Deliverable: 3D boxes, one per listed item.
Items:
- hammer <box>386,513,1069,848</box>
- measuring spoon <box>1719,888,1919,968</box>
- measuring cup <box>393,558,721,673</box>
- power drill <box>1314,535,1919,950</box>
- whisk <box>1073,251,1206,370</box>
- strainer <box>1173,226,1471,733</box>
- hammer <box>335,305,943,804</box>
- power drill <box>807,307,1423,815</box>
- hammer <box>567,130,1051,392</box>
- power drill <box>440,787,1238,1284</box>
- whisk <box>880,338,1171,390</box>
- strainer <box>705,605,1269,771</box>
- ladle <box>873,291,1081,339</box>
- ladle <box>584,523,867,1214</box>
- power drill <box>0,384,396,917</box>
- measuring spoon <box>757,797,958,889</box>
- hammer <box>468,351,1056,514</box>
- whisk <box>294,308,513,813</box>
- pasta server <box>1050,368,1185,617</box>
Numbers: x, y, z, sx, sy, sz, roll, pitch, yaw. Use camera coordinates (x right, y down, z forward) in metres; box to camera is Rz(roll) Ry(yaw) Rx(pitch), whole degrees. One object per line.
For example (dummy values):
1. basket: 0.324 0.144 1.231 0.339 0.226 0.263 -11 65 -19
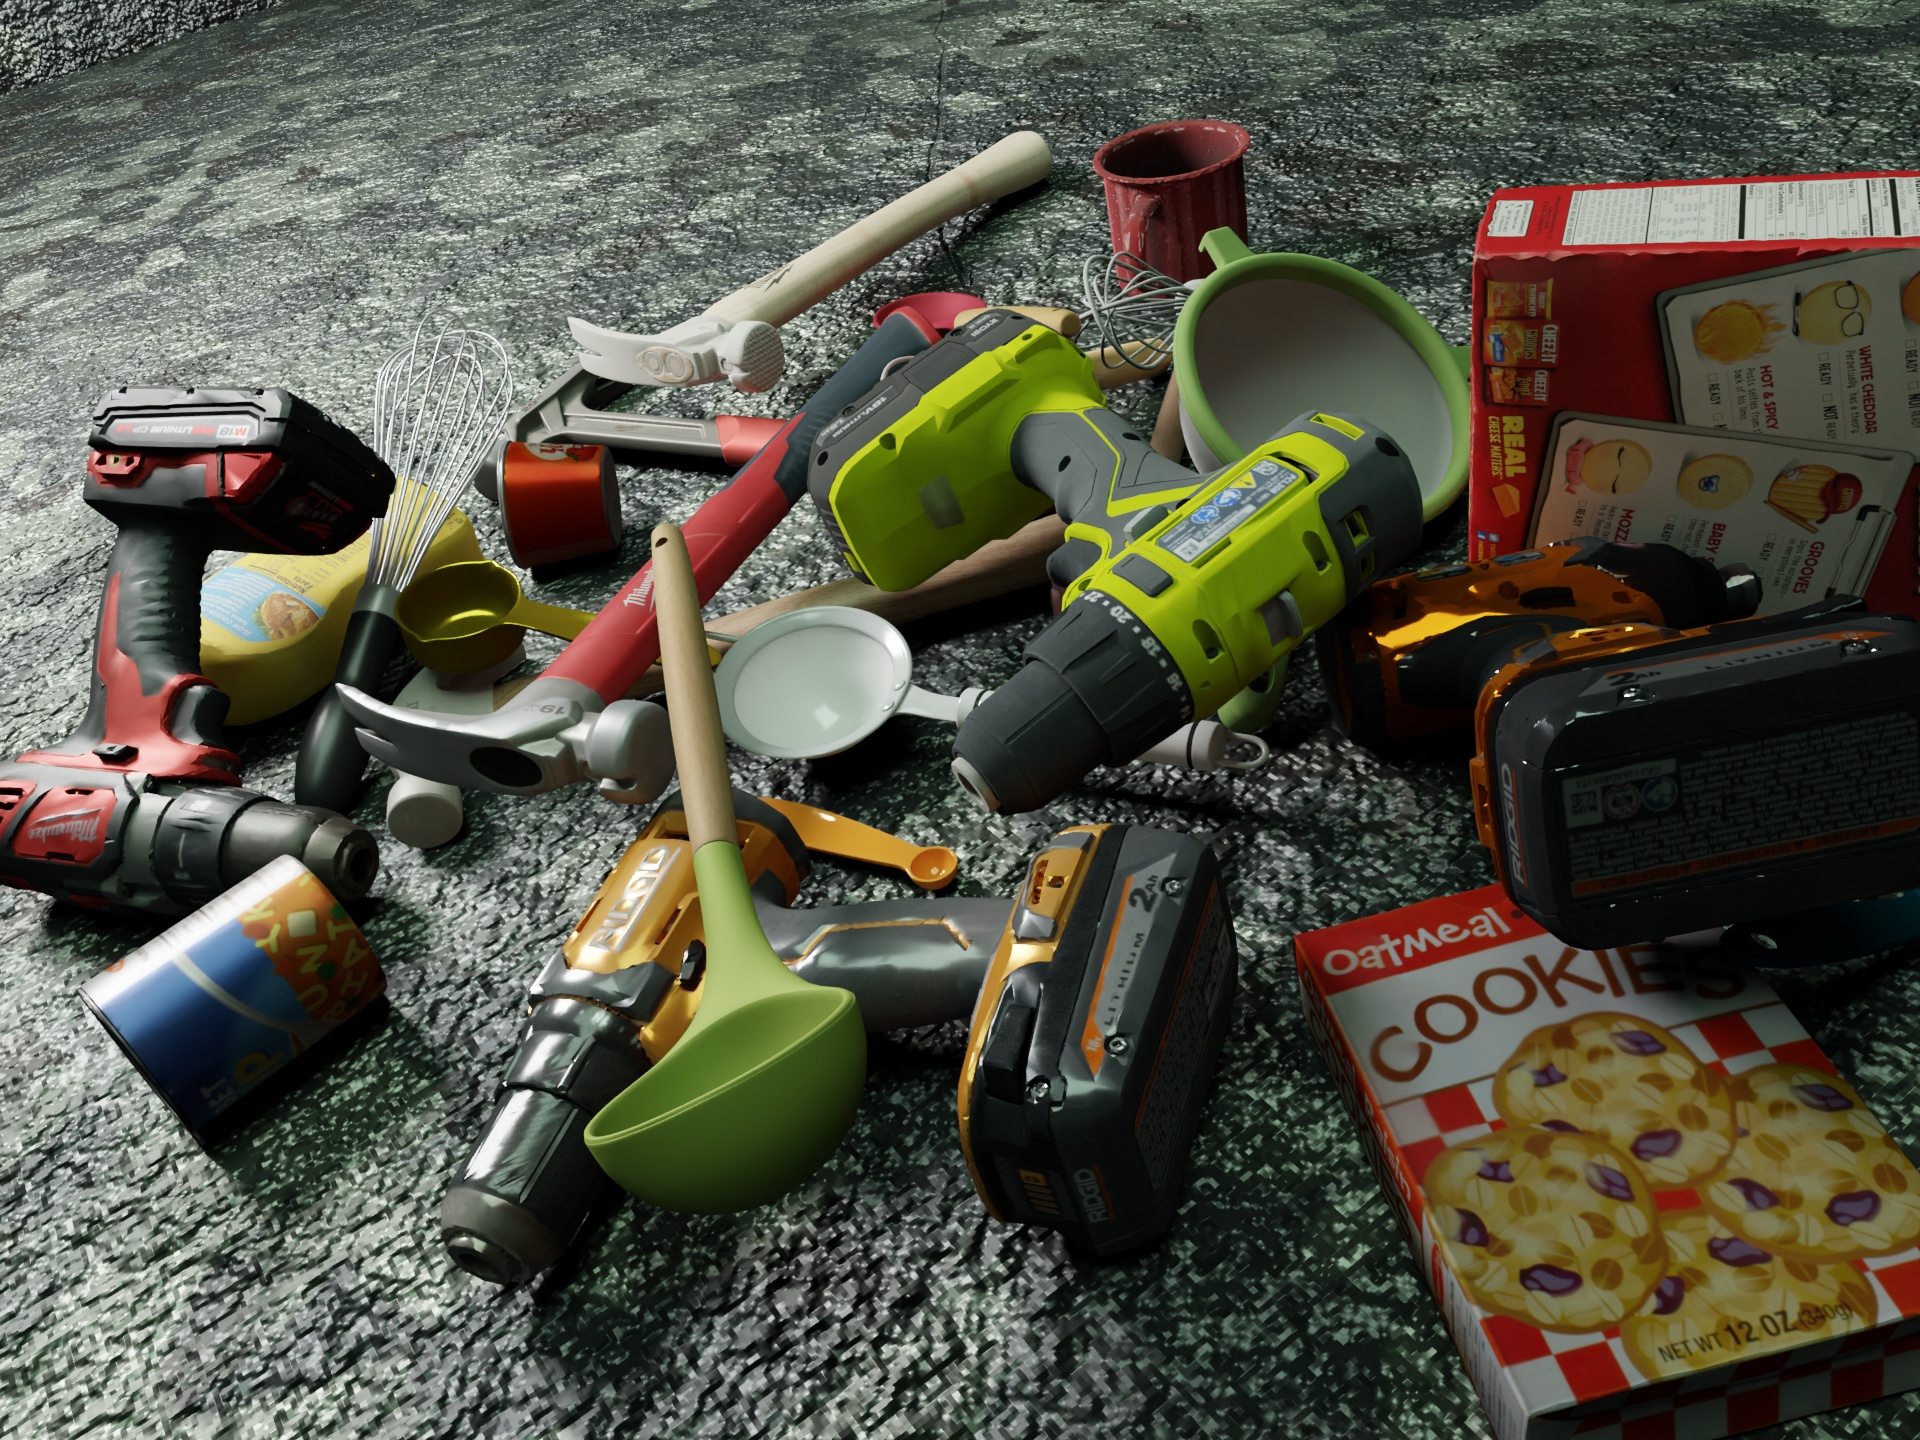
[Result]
1. hammer: -0.102 -0.038 0.737 0.331 0.031 0.130 -17 39 -6
2. measuring spoon: 0.282 0.055 0.481 0.128 0.021 0.042 -6 38 -22
3. measuring cup: -0.179 -0.034 0.716 0.156 0.029 0.062 13 45 12
4. power drill: 0.222 -0.012 0.529 0.164 0.084 0.227 -12 16 2
5. whisk: 0.119 -0.216 0.823 0.058 0.059 0.246 -24 3 32
6. strainer: 0.143 -0.094 0.715 0.151 0.069 0.256 23 61 -7
7. hammer: -0.113 -0.098 0.732 0.143 0.038 0.386 7 39 22
8. power drill: 0.036 -0.069 0.620 0.190 0.080 0.229 -38 41 -11
9. hammer: -0.069 -0.309 1.031 0.146 0.038 0.411 12 39 31
10. power drill: -0.043 0.105 0.505 0.226 0.084 0.185 3 43 25
11. whisk: 0.039 -0.170 0.799 0.051 0.047 0.245 17 27 35
12. strainer: -0.001 -0.002 0.644 0.258 0.050 0.087 9 51 27
13. ladle: 0.011 -0.213 0.851 0.069 0.031 0.316 -16 17 -10
14. ladle: -0.087 0.018 0.512 0.078 0.062 0.321 -26 41 6
15. power drill: -0.317 -0.025 0.688 0.188 0.080 0.227 5 75 18
16. measuring spoon: -0.049 0.049 0.632 0.117 0.011 0.021 13 44 35
17. hammer: -0.096 -0.157 0.880 0.359 0.036 0.149 10 44 28
18. whisk: -0.272 -0.081 0.770 0.070 0.070 0.285 -2 62 14
19. pasta server: 0.097 -0.123 0.778 0.060 0.040 0.316 10 41 9
